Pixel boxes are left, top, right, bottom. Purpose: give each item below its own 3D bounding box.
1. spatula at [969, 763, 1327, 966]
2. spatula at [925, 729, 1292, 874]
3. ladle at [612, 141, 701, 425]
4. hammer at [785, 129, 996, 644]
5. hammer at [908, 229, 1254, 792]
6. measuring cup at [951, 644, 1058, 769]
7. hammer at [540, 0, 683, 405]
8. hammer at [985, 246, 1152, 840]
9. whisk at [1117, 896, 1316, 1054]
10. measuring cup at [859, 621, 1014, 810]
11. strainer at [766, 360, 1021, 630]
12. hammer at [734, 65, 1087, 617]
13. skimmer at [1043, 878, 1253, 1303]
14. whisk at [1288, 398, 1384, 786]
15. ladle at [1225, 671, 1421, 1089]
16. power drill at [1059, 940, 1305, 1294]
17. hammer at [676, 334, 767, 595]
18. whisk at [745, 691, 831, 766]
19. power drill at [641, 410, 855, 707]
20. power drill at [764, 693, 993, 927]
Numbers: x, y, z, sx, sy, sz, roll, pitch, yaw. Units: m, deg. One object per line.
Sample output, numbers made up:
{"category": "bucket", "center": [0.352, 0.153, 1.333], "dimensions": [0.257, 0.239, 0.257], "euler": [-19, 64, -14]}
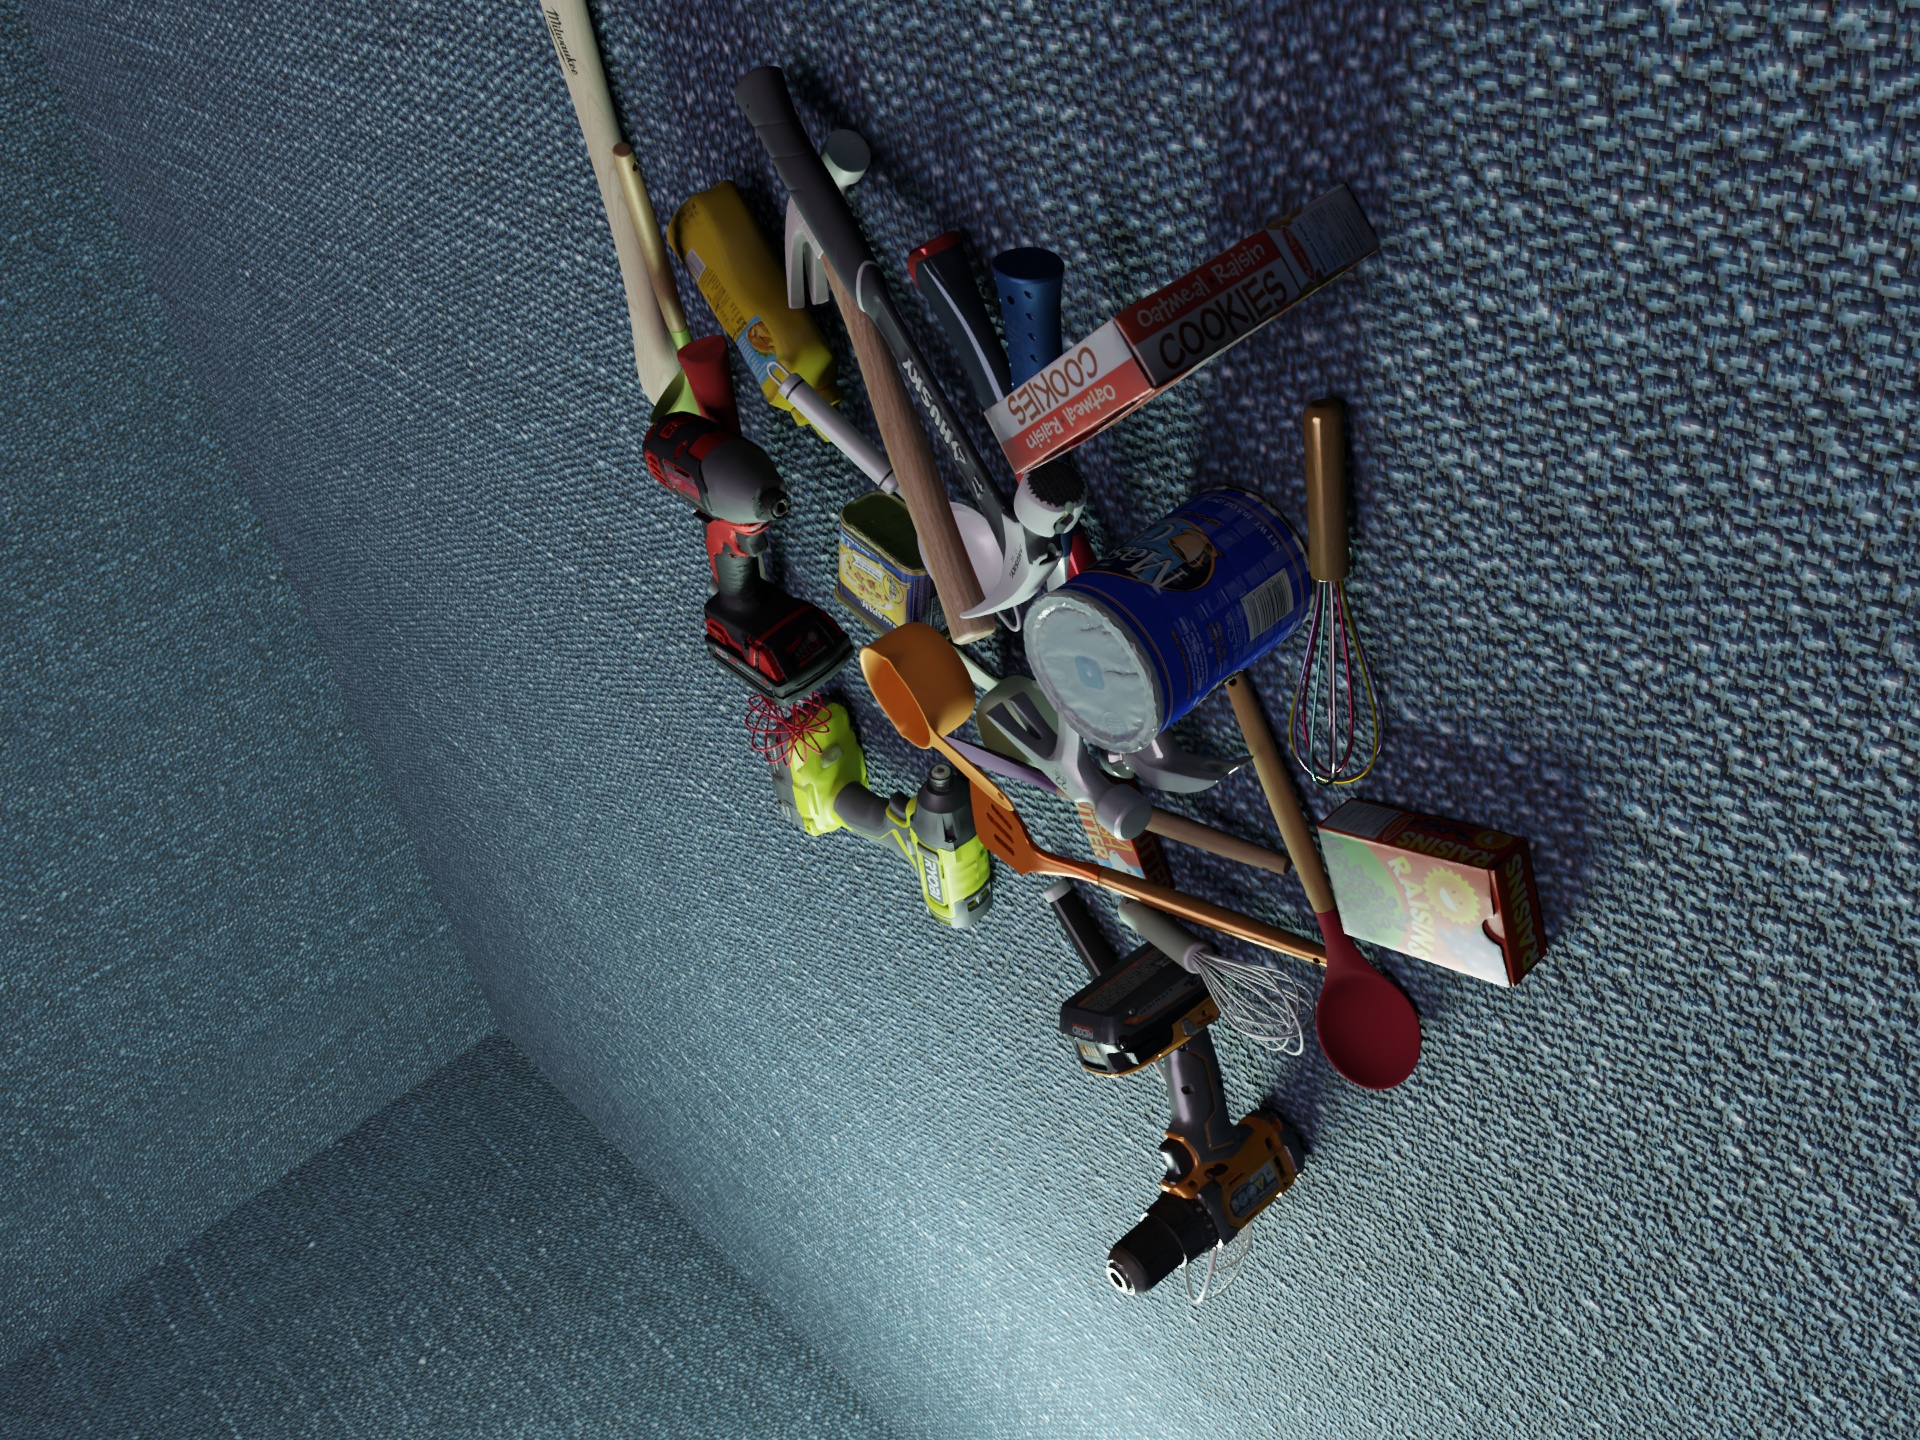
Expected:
{"category": "spatula", "center": [0.130, 0.116, 1.165], "dimensions": [0.323, 0.041, 0.081], "euler": [18, 133, 30]}
{"category": "spatula", "center": [0.093, 0.054, 1.144], "dimensions": [0.316, 0.018, 0.059], "euler": [19, 169, 33]}
{"category": "ladle", "center": [-0.227, -0.315, 1.184], "dimensions": [0.062, 0.078, 0.320], "euler": [23, 160, 11]}
{"category": "hammer", "center": [-0.046, -0.208, 1.055], "dimensions": [0.130, 0.031, 0.331], "euler": [-29, 80, 63]}
{"category": "hammer", "center": [0.069, -0.129, 1.019], "dimensions": [0.143, 0.038, 0.386], "euler": [7, 125, 65]}
{"category": "measuring cup", "center": [0.012, -0.018, 1.233], "dimensions": [0.168, 0.038, 0.083], "euler": [38, 147, 25]}
{"category": "hammer", "center": [-0.267, -0.430, 1.235], "dimensions": [0.146, 0.038, 0.410], "euler": [28, 142, 38]}
{"category": "hammer", "center": [0.055, -0.101, 0.988], "dimensions": [0.144, 0.035, 0.405], "euler": [40, 151, 39]}
{"category": "whisk", "center": [0.175, 0.173, 1.134], "dimensions": [0.246, 0.058, 0.059], "euler": [33, 143, 65]}
{"category": "measuring cup", "center": [-0.002, -0.004, 1.146], "dimensions": [0.174, 0.052, 0.095], "euler": [44, 159, 29]}
{"category": "strainer", "center": [-0.040, -0.165, 1.122], "dimensions": [0.258, 0.050, 0.087], "euler": [43, 142, 0]}
{"category": "hammer", "center": [-0.046, -0.243, 0.958], "dimensions": [0.409, 0.036, 0.149], "euler": [62, 156, 21]}
{"category": "skimmer", "center": [0.142, 0.307, 1.325], "dimensions": [0.363, 0.090, 0.127], "euler": [60, -177, -3]}
{"category": "whisk", "center": [0.205, -0.063, 0.895], "dimensions": [0.047, 0.051, 0.244], "euler": [31, 140, 47]}
{"category": "ladle", "center": [0.228, 0.101, 1.039], "dimensions": [0.069, 0.031, 0.315], "euler": [-17, 105, 25]}
{"category": "power drill", "center": [0.155, 0.304, 1.208], "dimensions": [0.084, 0.185, 0.226], "euler": [-2, 115, 59]}
{"category": "hammer", "center": [-0.177, -0.172, 1.315], "dimensions": [0.149, 0.037, 0.358], "euler": [42, 158, 24]}
{"category": "whisk", "center": [-0.161, -0.019, 1.395], "dimensions": [0.073, 0.073, 0.296], "euler": [65, 174, -17]}
{"category": "power drill", "center": [-0.160, -0.124, 1.219], "dimensions": [0.143, 0.078, 0.219], "euler": [31, 149, 38]}
{"category": "power drill", "center": [-0.068, 0.071, 1.417], "dimensions": [0.223, 0.080, 0.171], "euler": [29, 142, 34]}
